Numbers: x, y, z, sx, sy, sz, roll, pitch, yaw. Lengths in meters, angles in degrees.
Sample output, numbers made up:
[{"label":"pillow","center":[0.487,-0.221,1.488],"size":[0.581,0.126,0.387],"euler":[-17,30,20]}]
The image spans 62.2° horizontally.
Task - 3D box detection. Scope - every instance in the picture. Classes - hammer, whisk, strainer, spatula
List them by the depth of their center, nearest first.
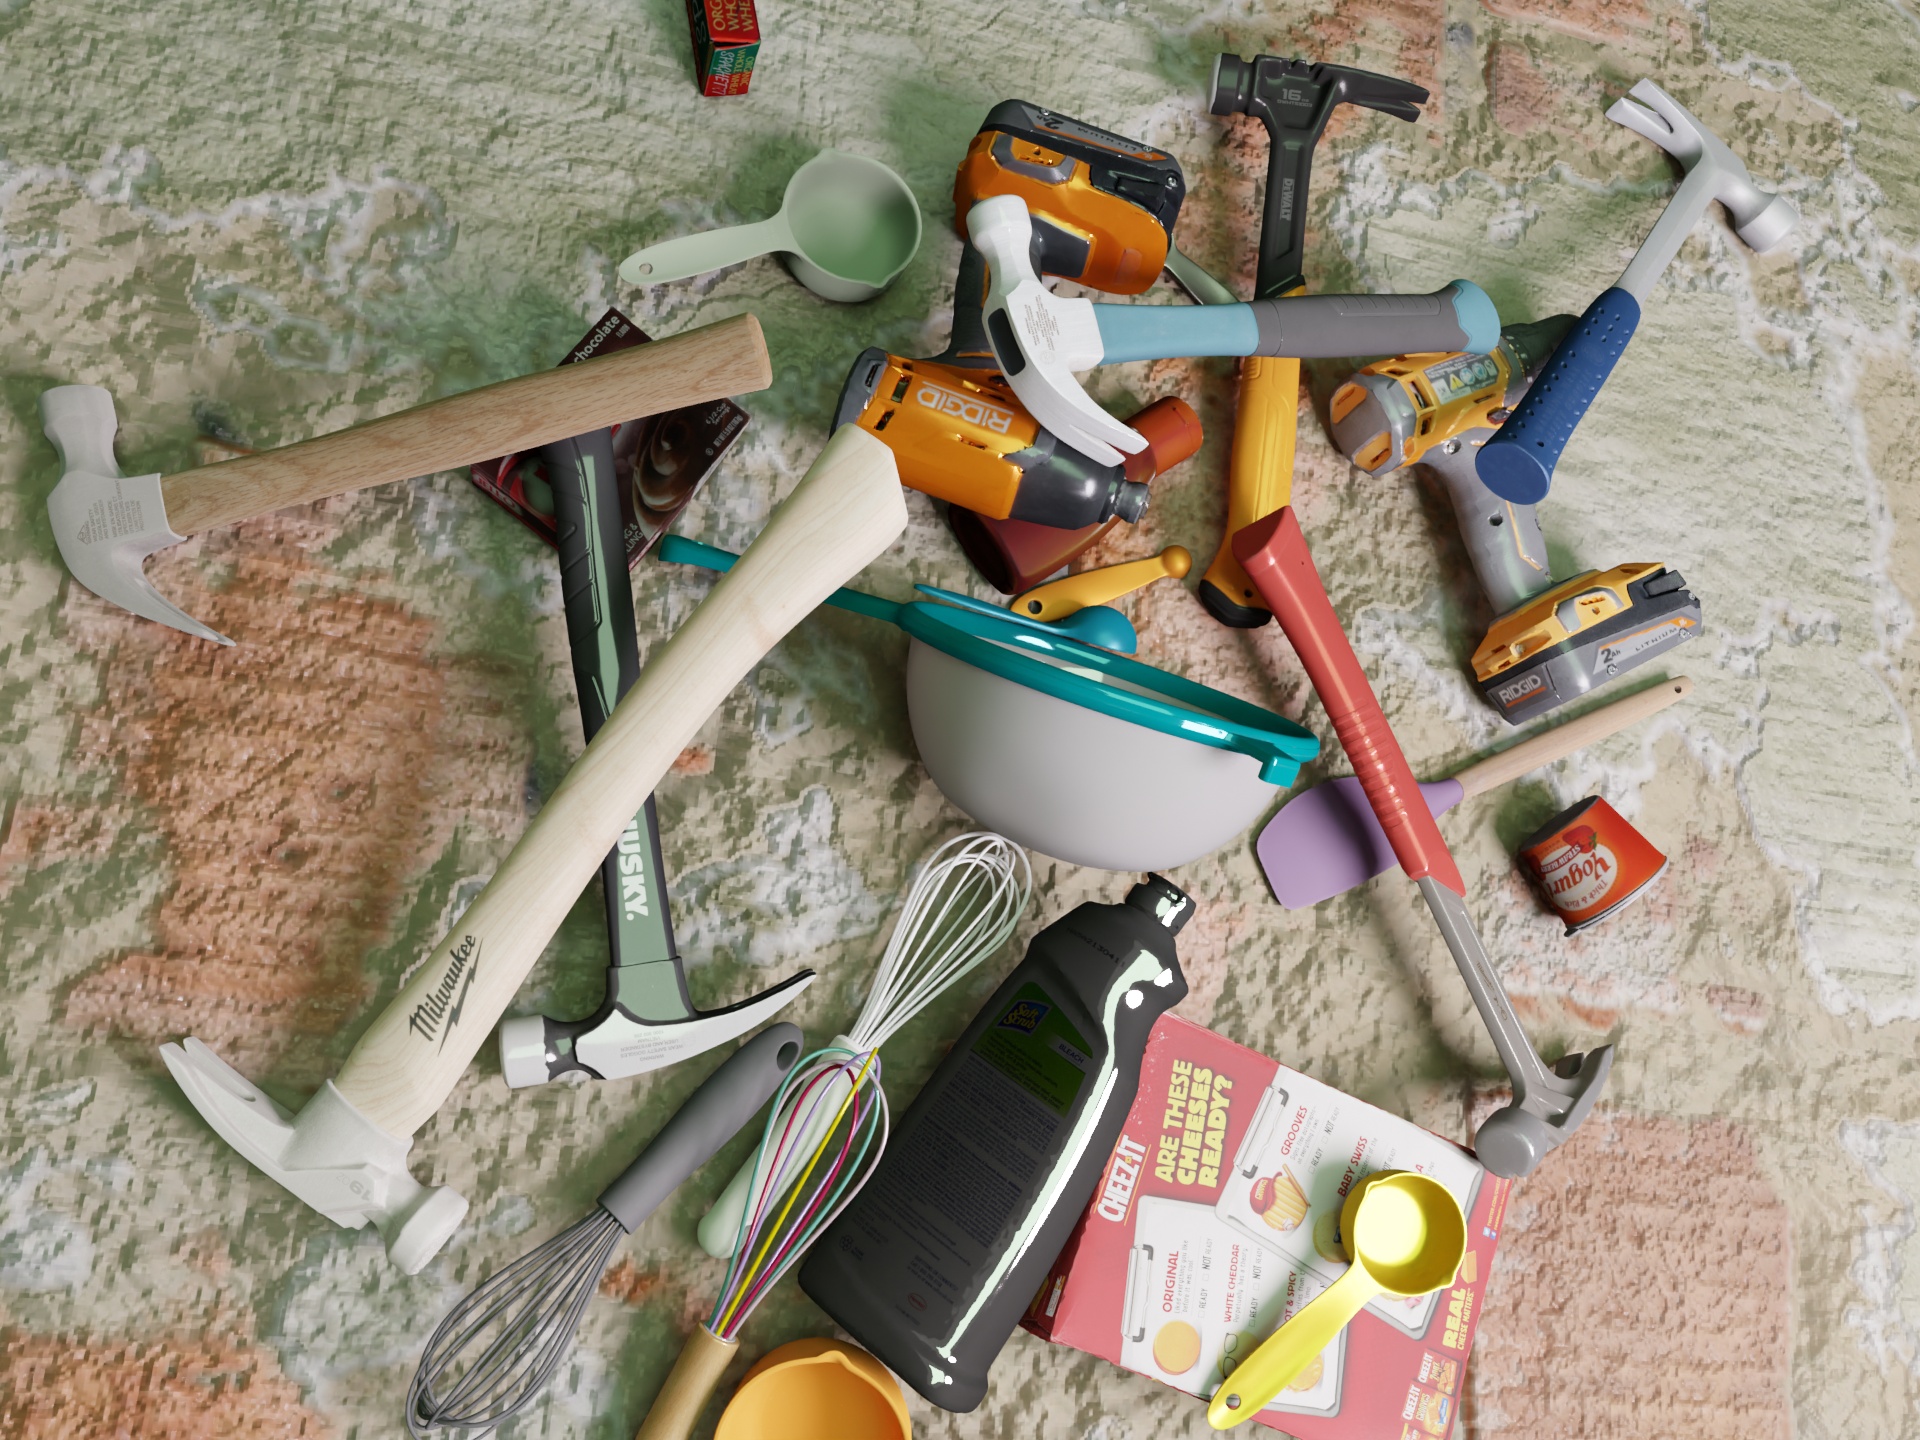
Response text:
[{"label":"hammer","center":[-0.170,0.033,0.701],"size":[0.146,0.038,0.410],"euler":[37,86,1]},{"label":"whisk","center":[-0.099,0.254,0.712],"size":[0.051,0.047,0.245],"euler":[31,84,-26]},{"label":"hammer","center":[-0.248,-0.124,0.722],"size":[0.331,0.031,0.130],"euler":[-14,84,1]},{"label":"whisk","center":[-0.154,0.227,0.723],"size":[0.055,0.055,0.239],"euler":[47,65,-3]},{"label":"hammer","center":[-0.158,-0.004,0.749],"size":[0.146,0.035,0.335],"euler":[-7,87,-10]},{"label":"whisk","center":[-0.047,0.154,0.775],"size":[0.059,0.057,0.246],"euler":[29,71,27]},{"label":"strainer","center":[-0.001,-0.002,0.782],"size":[0.340,0.211,0.095],"euler":[18,98,9]},{"label":"hammer","center":[0.158,-0.205,0.826],"size":[0.331,0.033,0.128],"euler":[-10,85,-30]},{"label":"hammer","center":[0.243,0.052,0.851],"size":[0.149,0.036,0.359],"euler":[-20,84,-52]},{"label":"hammer","center":[0.187,-0.217,0.910],"size":[0.127,0.034,0.337],"euler":[8,82,1]},{"label":"spatula","center":[0.306,0.029,0.923],"size":[0.316,0.018,0.060],"euler":[-20,84,-19]},{"label":"hammer","center":[0.397,-0.260,0.959],"size":[0.144,0.035,0.405],"euler":[43,55,-3]}]

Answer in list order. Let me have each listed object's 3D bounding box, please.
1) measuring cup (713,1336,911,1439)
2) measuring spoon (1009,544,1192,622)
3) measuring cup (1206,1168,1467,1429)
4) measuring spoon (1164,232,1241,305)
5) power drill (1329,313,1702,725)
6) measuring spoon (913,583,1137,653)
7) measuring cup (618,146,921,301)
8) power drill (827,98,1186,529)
[{"label":"measuring cup","center":[-0.024,0.334,0.717],"size":[0.173,0.052,0.095],"euler":[12,84,-2]},{"label":"measuring spoon","center":[0.079,-0.075,0.879],"size":[0.117,0.011,0.021],"euler":[-19,84,-20]},{"label":"measuring cup","center":[0.172,0.274,0.751],"size":[0.156,0.029,0.062],"euler":[-40,90,-9]},{"label":"measuring spoon","center":[0.140,-0.253,0.939],"size":[0.124,0.018,0.034],"euler":[39,72,-13]},{"label":"power drill","center":[0.343,-0.132,0.941],"size":[0.185,0.084,0.226],"euler":[-24,81,-22]},{"label":"measuring spoon","center":[0.037,-0.061,0.839],"size":[0.128,0.042,0.021],"euler":[15,99,-19]},{"label":"measuring cup","center":[-0.103,-0.250,0.848],"size":[0.167,0.038,0.083],"euler":[-19,84,-18]},{"label":"power drill","center":[0.044,-0.204,0.837],"size":[0.164,0.084,0.227],"euler":[20,66,2]}]
